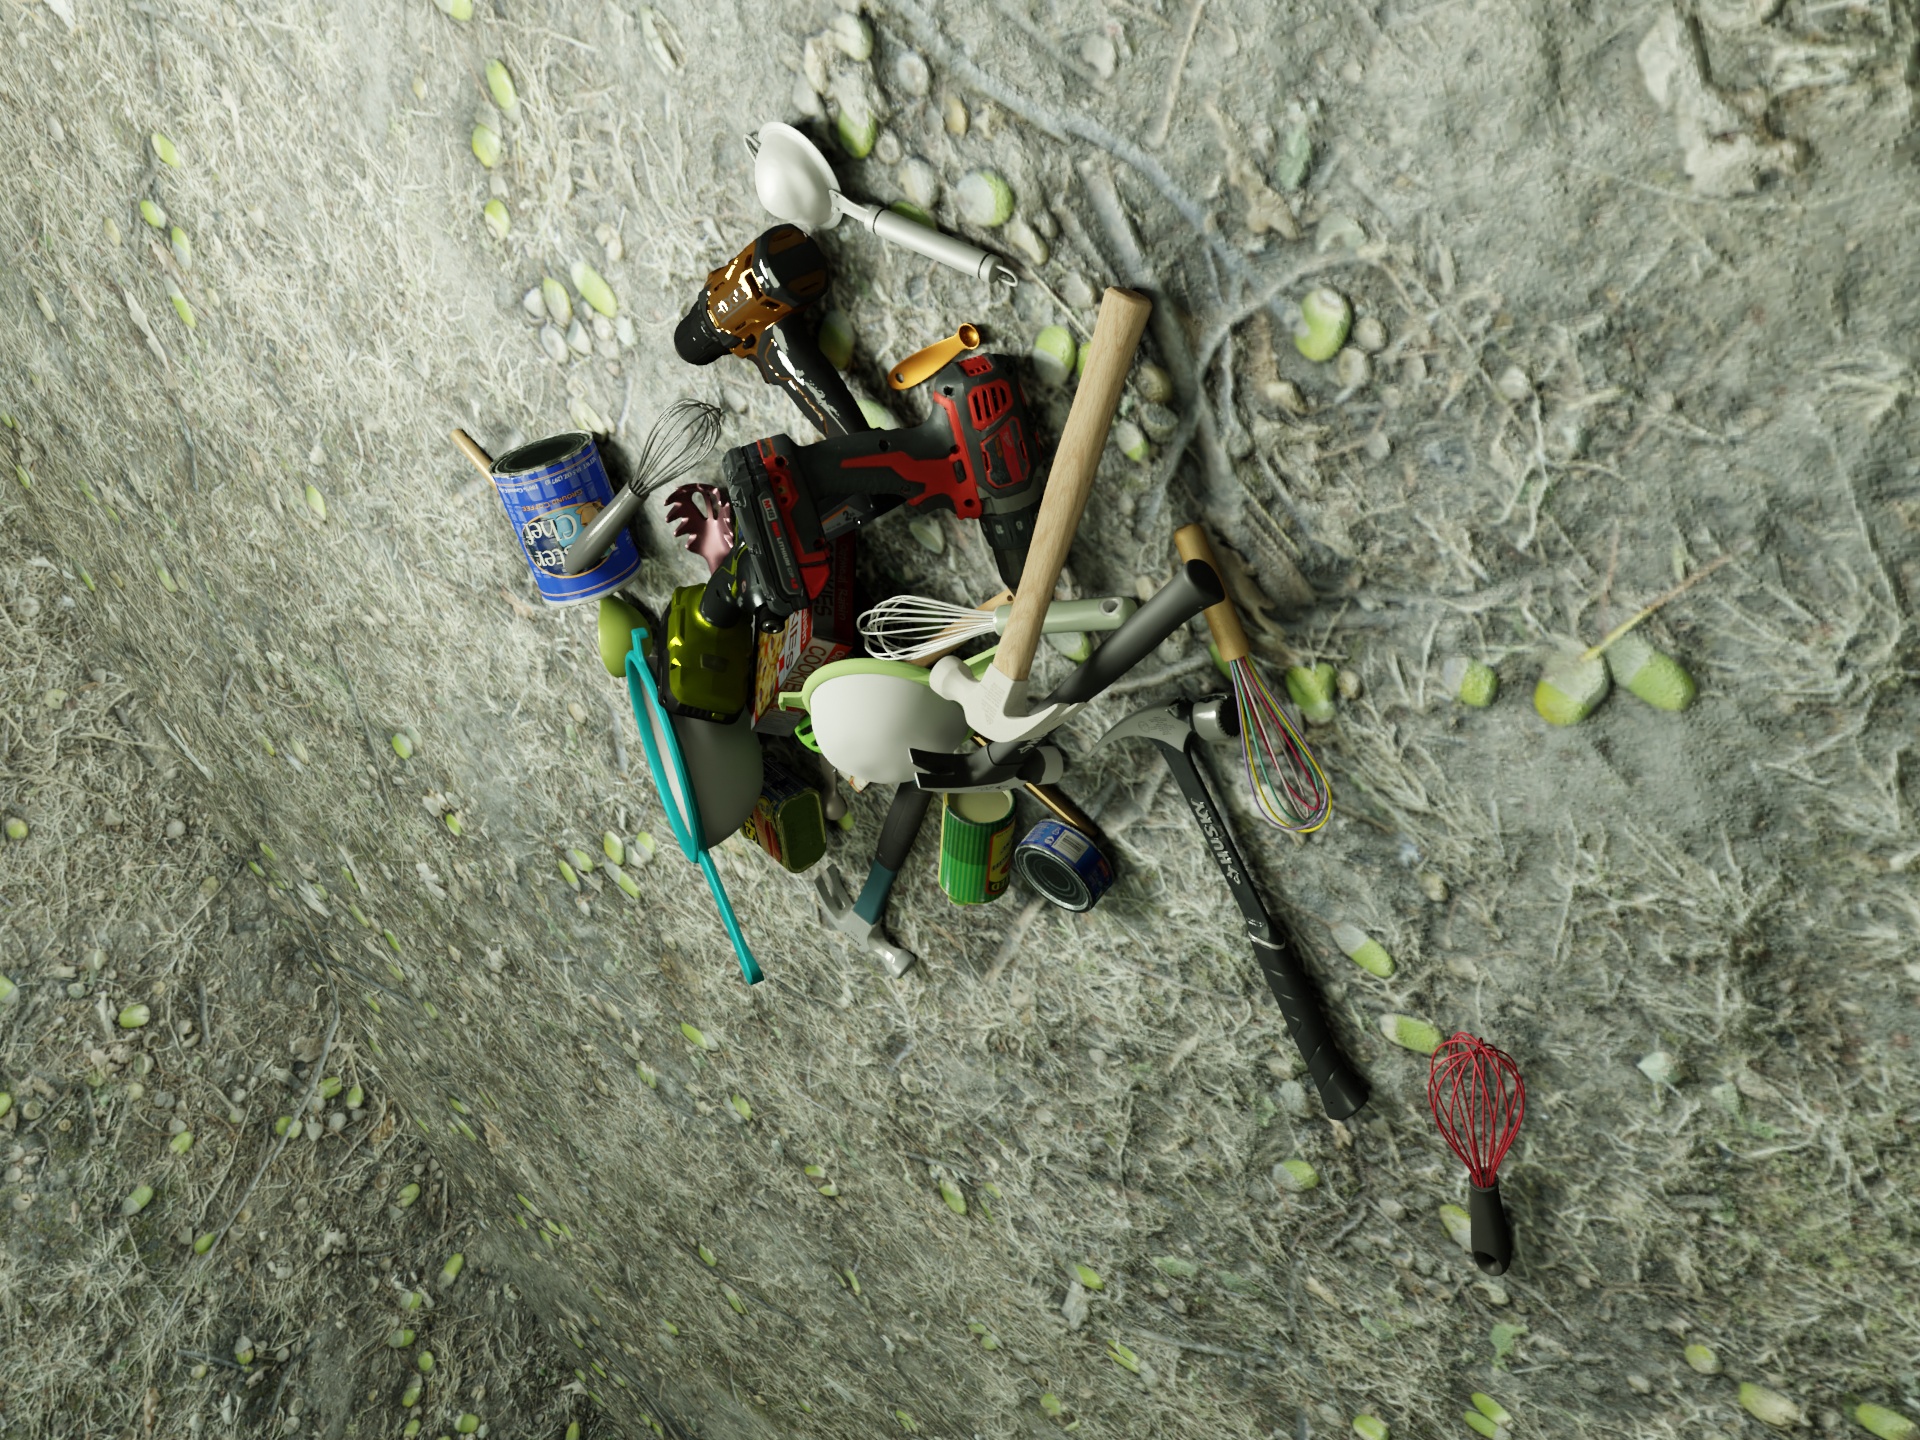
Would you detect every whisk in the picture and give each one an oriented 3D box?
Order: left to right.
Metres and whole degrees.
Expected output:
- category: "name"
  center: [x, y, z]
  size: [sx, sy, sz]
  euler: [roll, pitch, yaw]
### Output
- category: "whisk"
  center: [-0.289, -0.204, 1.417]
  size: [0.055, 0.055, 0.239]
  euler: [49, 123, 0]
- category: "whisk"
  center: [0.025, -0.077, 1.250]
  size: [0.246, 0.058, 0.059]
  euler: [-2, 147, 29]
- category: "whisk"
  center: [0.210, -0.029, 1.142]
  size: [0.047, 0.051, 0.245]
  euler: [1, 118, 63]
- category: "whisk"
  center: [0.414, 0.352, 1.259]
  size: [0.073, 0.073, 0.295]
  euler: [14, 137, 36]

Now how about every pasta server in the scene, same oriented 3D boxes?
- category: "pasta server"
  center: [-0.222, -0.094, 1.510]
  size: [0.060, 0.040, 0.316]
  euler: [2, 130, 10]

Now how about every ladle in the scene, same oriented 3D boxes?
- category: "ladle"
  center: [-0.427, -0.174, 1.630]
  size: [0.062, 0.078, 0.320]
  euler: [-44, 82, 9]
- category: "ladle"
  center: [-0.002, -0.004, 1.383]
  size: [0.315, 0.031, 0.069]
  euler: [42, 142, 6]

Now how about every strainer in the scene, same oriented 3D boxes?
- category: "strainer"
  center: [-0.219, 0.078, 1.497]
  size: [0.211, 0.095, 0.341]
  euler: [112, 136, -65]
- category: "strainer"
  center: [-0.068, -0.359, 1.133]
  size: [0.258, 0.050, 0.086]
  euler: [29, 154, 20]
- category: "strainer"
  center: [-0.030, -0.001, 1.287]
  size: [0.151, 0.069, 0.256]
  euler: [27, 149, -30]

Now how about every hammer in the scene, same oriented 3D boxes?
- category: "hammer"
  center: [-0.067, 0.130, 1.555]
  size: [0.128, 0.033, 0.330]
  euler: [37, 141, 13]
- category: "hammer"
  center: [0.068, -0.133, 1.102]
  size: [0.130, 0.031, 0.331]
  euler: [39, 122, 38]
- category: "hammer"
  center: [0.086, -0.025, 1.191]
  size: [0.334, 0.146, 0.035]
  euler: [-44, 57, 51]
- category: "hammer"
  center: [0.234, 0.160, 1.284]
  size: [0.149, 0.036, 0.408]
  euler: [-7, 117, 48]

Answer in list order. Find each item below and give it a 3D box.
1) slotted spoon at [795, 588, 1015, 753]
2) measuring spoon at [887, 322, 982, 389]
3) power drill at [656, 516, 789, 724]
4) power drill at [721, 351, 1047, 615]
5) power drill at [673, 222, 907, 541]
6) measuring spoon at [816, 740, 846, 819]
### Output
- category: "slotted spoon"
  center: [-0.050, -0.044, 1.355]
  size: [0.313, 0.031, 0.070]
  euler: [-31, 93, 41]
- category: "measuring spoon"
  center: [-0.020, -0.271, 1.186]
  size: [0.117, 0.011, 0.021]
  euler: [-16, 110, 53]
- category: "power drill"
  center: [-0.191, -0.099, 1.363]
  size: [0.080, 0.171, 0.223]
  euler: [12, 143, -23]
- category: "power drill"
  center: [-0.043, -0.150, 1.163]
  size: [0.080, 0.226, 0.187]
  euler: [-116, 8, -61]
- category: "power drill"
  center: [-0.135, -0.255, 1.258]
  size: [0.185, 0.084, 0.226]
  euler: [-15, 106, 53]
- category: "measuring spoon"
  center: [-0.134, 0.052, 1.564]
  size: [0.034, 0.018, 0.124]
  euler: [23, 136, 30]
